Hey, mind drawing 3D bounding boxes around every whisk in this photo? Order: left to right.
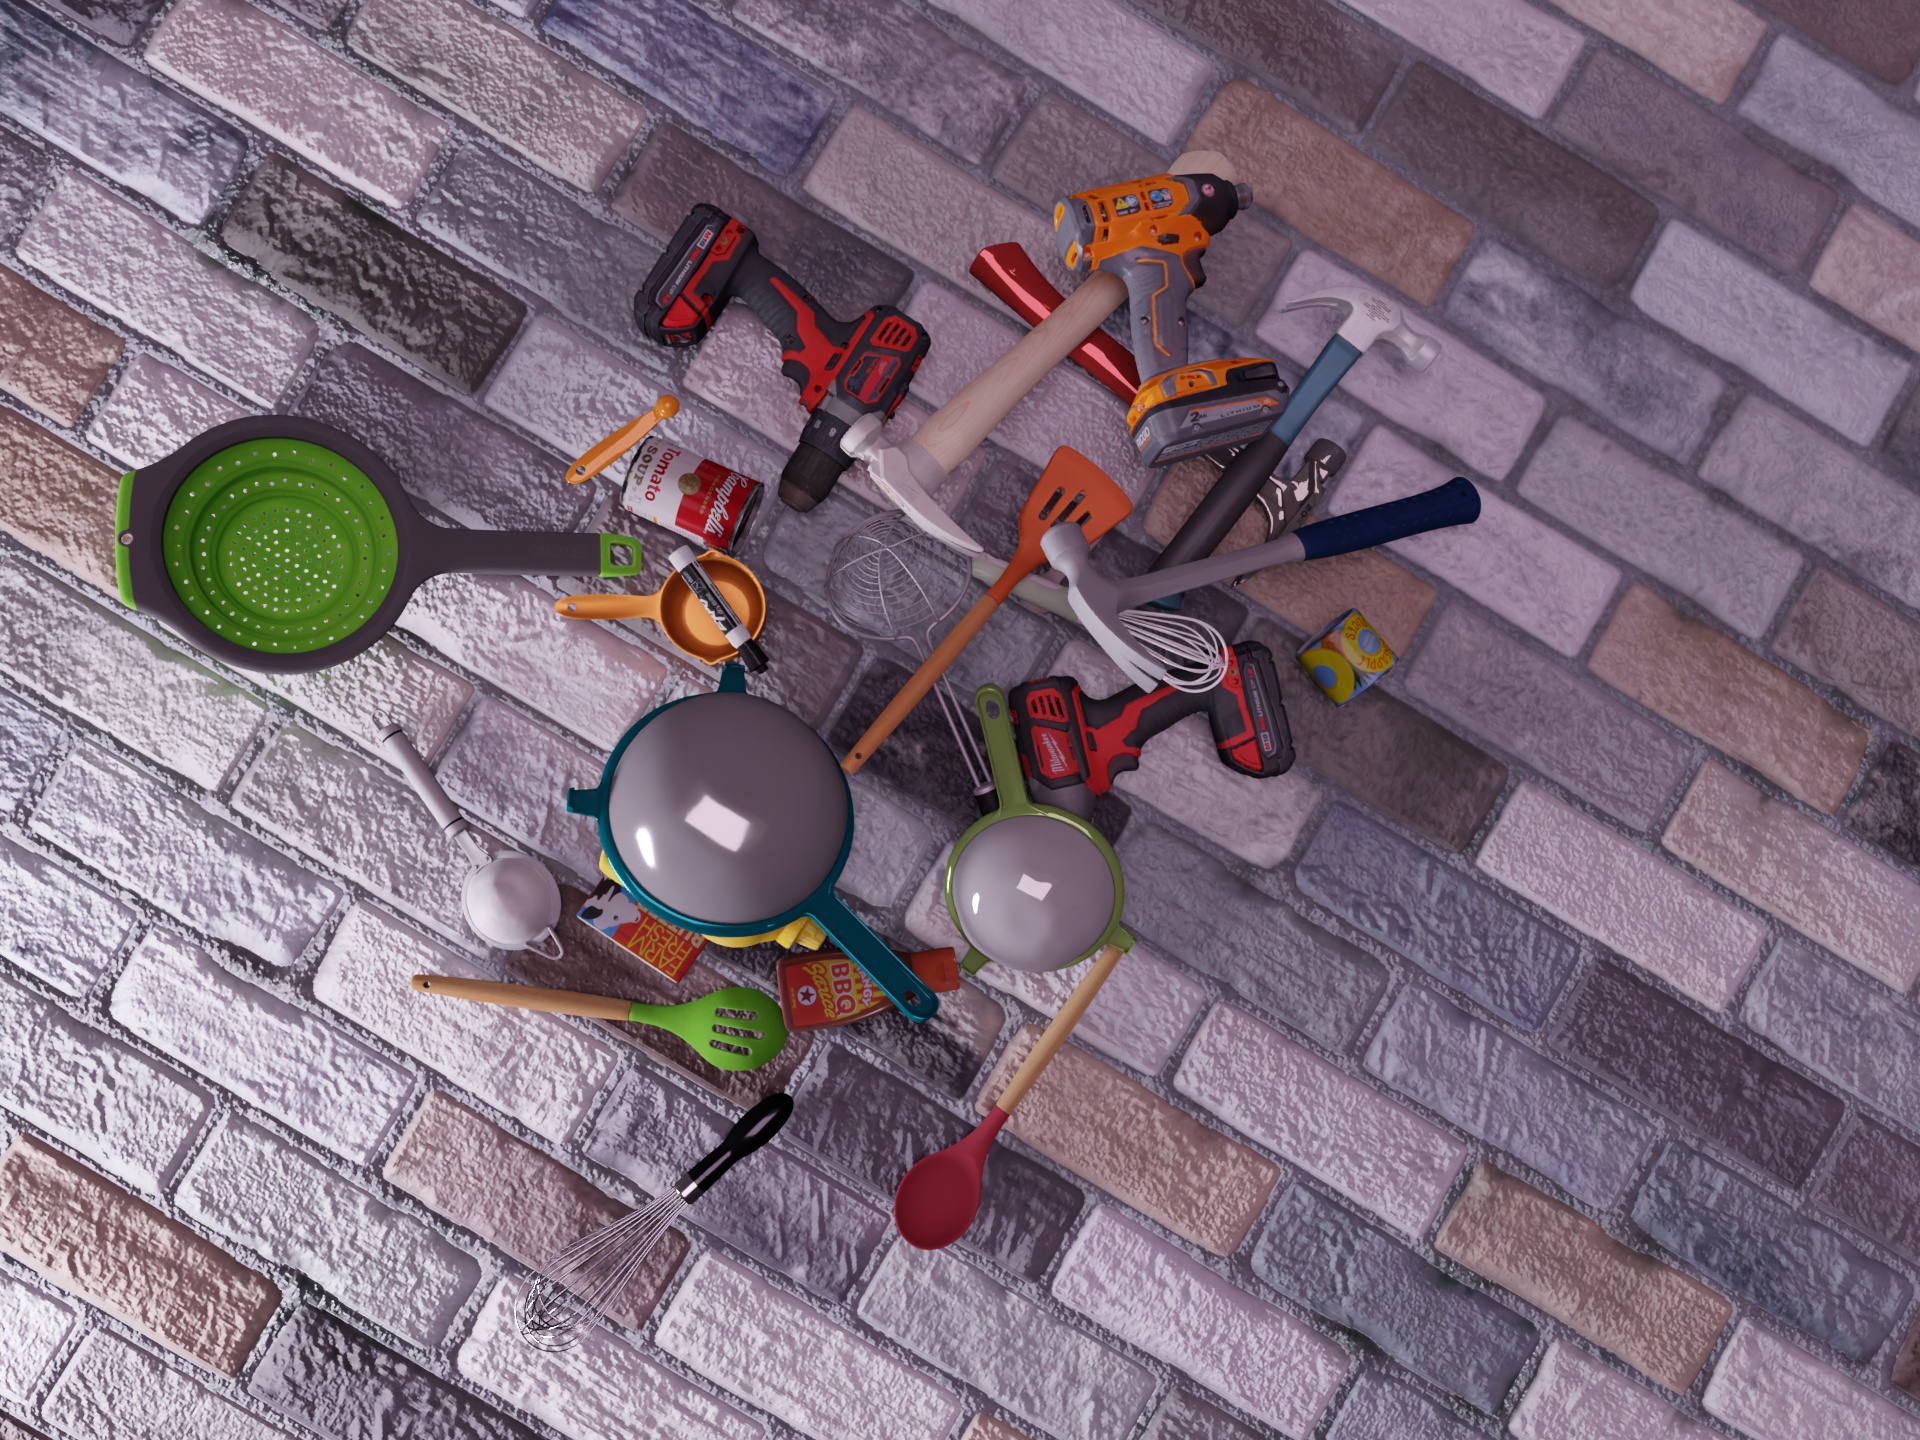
[{"bbox_3d":[-0.247,0.407,1.306,0.284,0.070,0.070,-41,90,-8],"label":"whisk"},{"bbox_3d":[0.110,-0.088,1.308,0.246,0.058,0.059,26,112,25],"label":"whisk"}]

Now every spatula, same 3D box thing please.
[{"bbox_3d":[0.012,-0.082,1.281,0.081,0.041,0.322,41,76,-4],"label":"spatula"}]

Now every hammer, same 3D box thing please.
[{"bbox_3d":[0.093,-0.319,1.322,0.146,0.038,0.410,44,80,-1],"label":"hammer"},{"bbox_3d":[0.150,-0.277,1.364,0.359,0.036,0.149,38,86,-1],"label":"hammer"},{"bbox_3d":[0.257,-0.225,1.334,0.128,0.033,0.331,38,86,-2],"label":"hammer"},{"bbox_3d":[0.266,-0.133,1.286,0.405,0.035,0.144,-17,69,-26],"label":"hammer"}]

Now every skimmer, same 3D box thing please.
[{"bbox_3d":[-0.002,-0.004,1.348,0.127,0.090,0.363,-23,99,2],"label":"skimmer"}]

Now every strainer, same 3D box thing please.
[{"bbox_3d":[-0.415,0.097,1.318,0.087,0.050,0.258,-37,86,11],"label":"strainer"},{"bbox_3d":[-0.133,0.104,1.258,0.340,0.095,0.211,45,61,6],"label":"strainer"},{"bbox_3d":[0.046,0.099,1.280,0.151,0.069,0.256,-10,106,12],"label":"strainer"}]

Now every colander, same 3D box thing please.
[{"bbox_3d":[-0.468,-0.136,1.310,0.397,0.094,0.204,0,87,-21],"label":"colander"}]

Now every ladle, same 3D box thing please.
[{"bbox_3d":[0.050,0.305,1.338,0.069,0.031,0.315,37,84,-3],"label":"ladle"}]

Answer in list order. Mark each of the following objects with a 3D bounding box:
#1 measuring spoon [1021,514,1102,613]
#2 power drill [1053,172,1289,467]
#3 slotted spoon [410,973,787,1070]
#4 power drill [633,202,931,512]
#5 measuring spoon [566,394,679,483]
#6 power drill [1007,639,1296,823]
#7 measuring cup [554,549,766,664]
[{"bbox_3d":[0.097,-0.144,1.364,0.034,0.018,0.124,39,86,0],"label":"measuring spoon"},{"bbox_3d":[0.184,-0.333,1.281,0.164,0.084,0.226,-16,82,-10],"label":"power drill"},{"bbox_3d":[-0.300,0.240,1.323,0.313,0.031,0.070,8,87,-1],"label":"slotted spoon"},{"bbox_3d":[-0.161,-0.301,1.332,0.226,0.080,0.188,32,87,-4],"label":"power drill"},{"bbox_3d":[-0.288,-0.239,1.352,0.117,0.011,0.021,-38,90,-4],"label":"measuring spoon"},{"bbox_3d":[0.159,0.017,1.334,0.219,0.078,0.143,-12,88,-1],"label":"power drill"},{"bbox_3d":[-0.247,-0.092,1.329,0.173,0.052,0.095,0,88,-1],"label":"measuring cup"}]
